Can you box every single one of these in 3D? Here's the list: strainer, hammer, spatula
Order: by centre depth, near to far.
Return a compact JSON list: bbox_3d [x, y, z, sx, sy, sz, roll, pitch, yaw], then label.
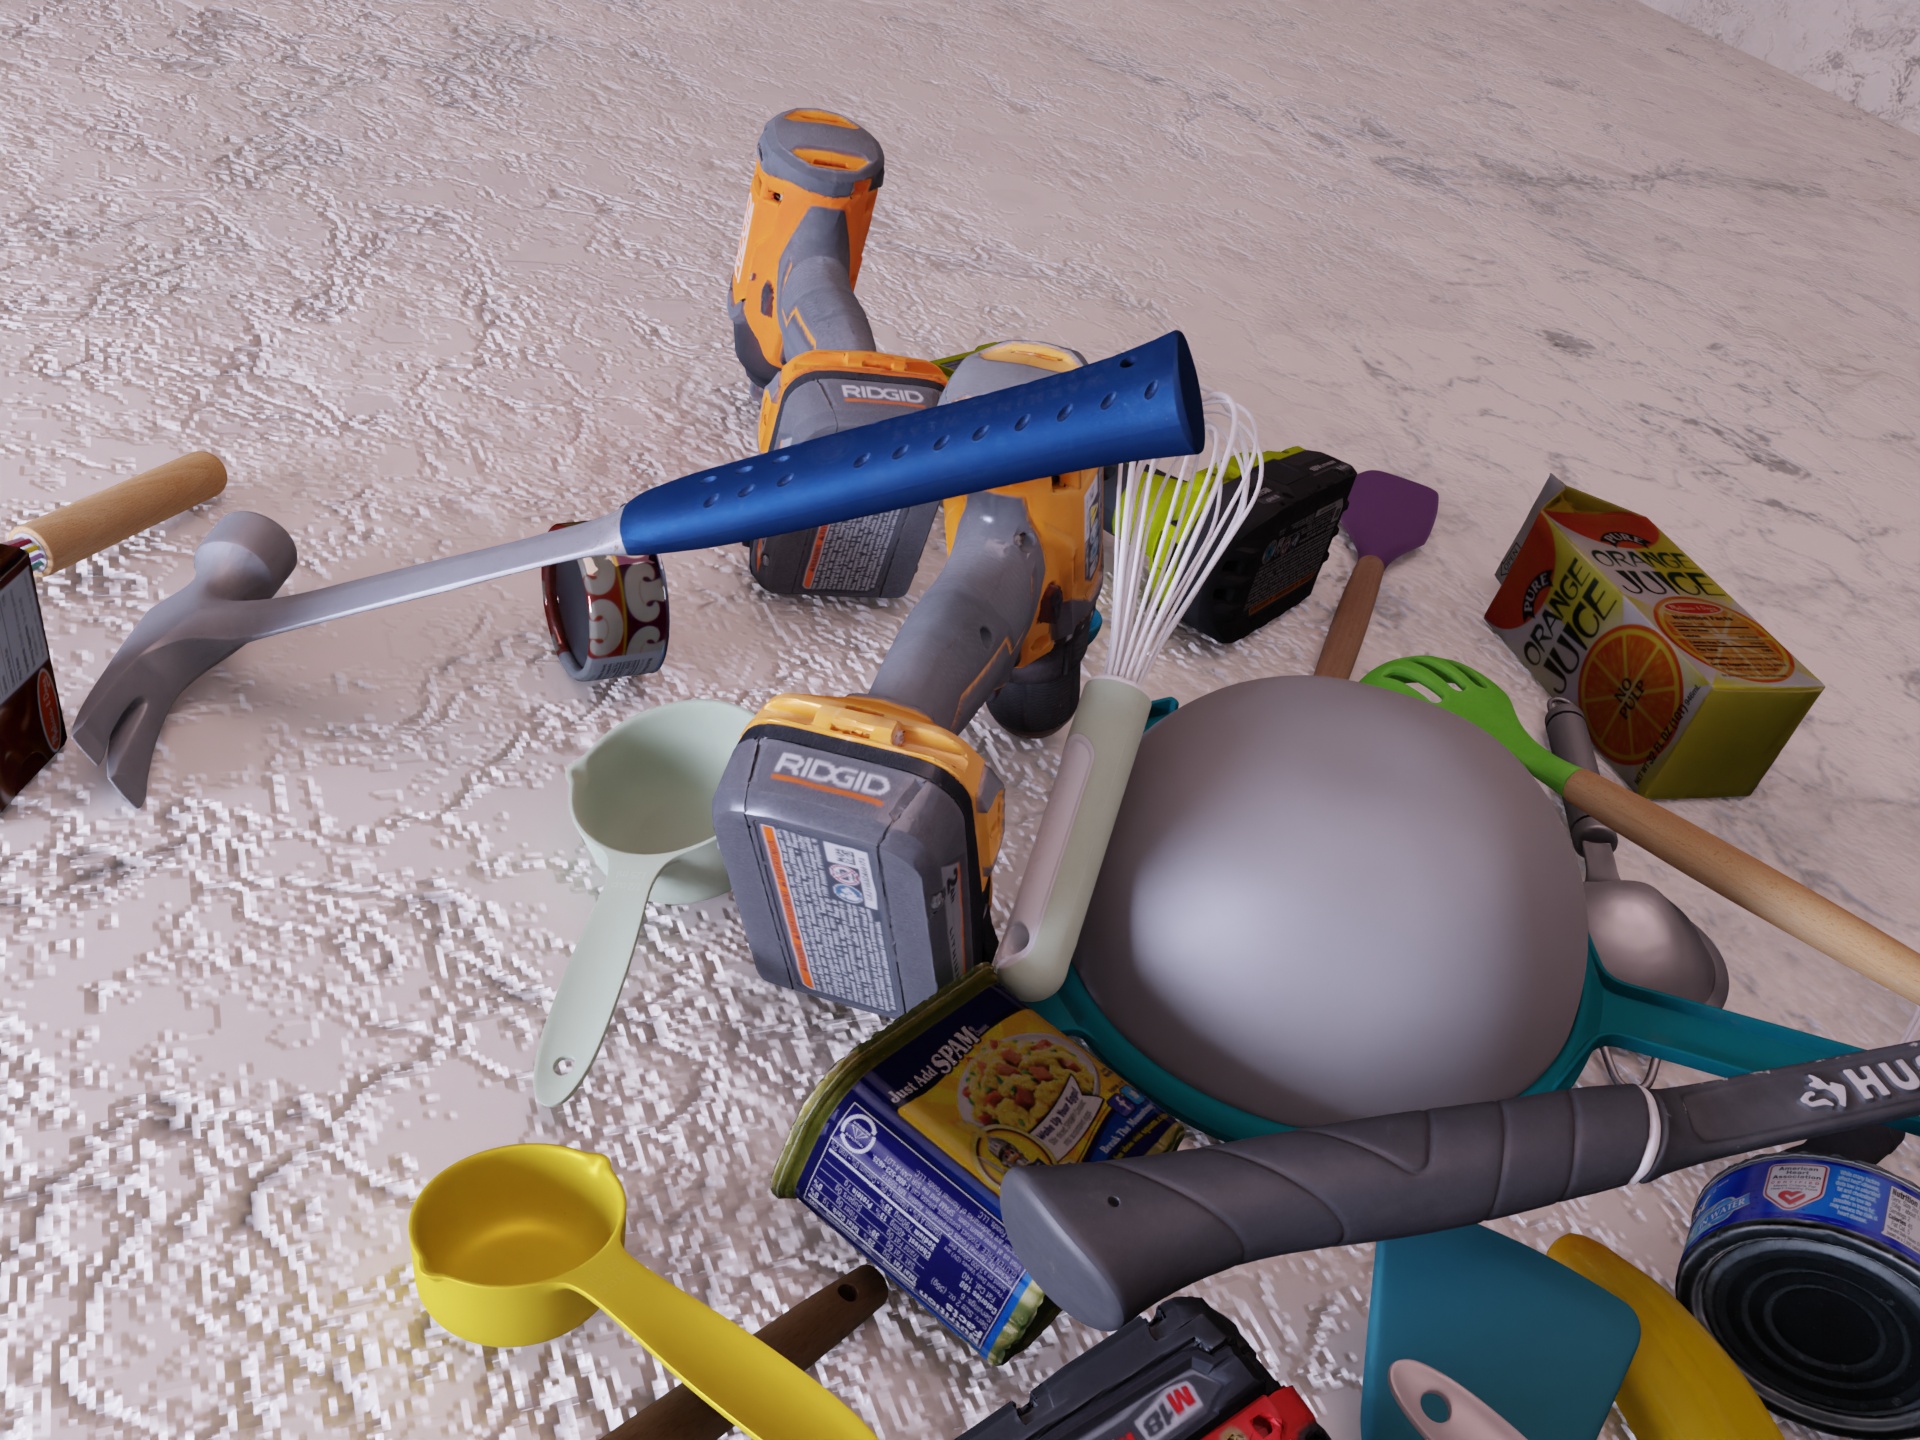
[{"bbox_3d":[0.111,0.257,0.365,0.082,0.044,0.318,25,38,4],"label":"spatula"},{"bbox_3d":[0.209,0.111,0.459,0.409,0.036,0.149,-5,43,-16],"label":"hammer"},{"bbox_3d":[-0.120,-0.059,0.536,0.405,0.035,0.144,-11,39,18],"label":"hammer"},{"bbox_3d":[0.194,0.065,0.558,0.340,0.095,0.211,15,41,16],"label":"strainer"},{"bbox_3d":[0.277,0.054,0.696,0.087,0.050,0.259,5,32,9],"label":"strainer"},{"bbox_3d":[0.214,-0.073,0.853,0.060,0.018,0.316,21,36,10],"label":"spatula"}]

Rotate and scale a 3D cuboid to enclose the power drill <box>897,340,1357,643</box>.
[{"bbox_3d":[0.085,-0.137,0.843,0.223,0.080,0.171,31,35,24],"label":"power drill"}]

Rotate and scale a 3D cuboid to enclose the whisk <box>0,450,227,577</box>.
[{"bbox_3d":[-0.372,-0.055,0.601,0.051,0.047,0.245,32,34,2],"label":"whisk"}]

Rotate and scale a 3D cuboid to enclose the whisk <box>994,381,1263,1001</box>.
[{"bbox_3d":[0.058,-0.017,0.566,0.059,0.058,0.246,32,66,-29],"label":"whisk"}]

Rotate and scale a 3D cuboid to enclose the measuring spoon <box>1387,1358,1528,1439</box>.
[{"bbox_3d":[0.159,0.213,0.407,0.034,0.018,0.124,-32,60,-33],"label":"measuring spoon"}]

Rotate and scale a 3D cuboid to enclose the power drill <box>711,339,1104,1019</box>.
[{"bbox_3d":[-0.001,-0.002,0.584,0.084,0.185,0.226,13,53,15],"label":"power drill"}]

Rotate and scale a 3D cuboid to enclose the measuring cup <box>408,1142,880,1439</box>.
[{"bbox_3d":[-0.080,0.161,0.408,0.157,0.029,0.062,23,29,29],"label":"measuring cup"}]

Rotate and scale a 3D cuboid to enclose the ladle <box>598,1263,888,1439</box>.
[{"bbox_3d":[-0.130,0.210,0.350,0.078,0.062,0.320,36,34,27],"label":"ladle"}]

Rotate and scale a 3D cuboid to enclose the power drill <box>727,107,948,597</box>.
[{"bbox_3d":[-0.070,-0.167,0.778,0.084,0.164,0.227,1,51,-19],"label":"power drill"}]

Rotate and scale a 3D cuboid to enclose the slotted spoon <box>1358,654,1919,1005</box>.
[{"bbox_3d":[0.277,0.037,0.658,0.070,0.031,0.314,-16,32,-24],"label":"slotted spoon"}]

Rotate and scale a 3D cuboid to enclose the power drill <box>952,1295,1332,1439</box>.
[{"bbox_3d":[0.068,0.241,0.310,0.143,0.078,0.220,-26,46,-22],"label":"power drill"}]

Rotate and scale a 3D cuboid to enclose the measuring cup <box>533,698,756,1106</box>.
[{"bbox_3d":[-0.107,0.064,0.543,0.083,0.038,0.168,2,48,14],"label":"measuring cup"}]

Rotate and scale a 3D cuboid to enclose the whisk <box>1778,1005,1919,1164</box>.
[{"bbox_3d":[0.369,0.135,0.609,0.284,0.070,0.070,-21,50,-33],"label":"whisk"}]

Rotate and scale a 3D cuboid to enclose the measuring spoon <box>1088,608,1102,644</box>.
[{"bbox_3d":[0.024,-0.064,0.779,0.042,0.021,0.129,-8,34,-28],"label":"measuring spoon"}]
